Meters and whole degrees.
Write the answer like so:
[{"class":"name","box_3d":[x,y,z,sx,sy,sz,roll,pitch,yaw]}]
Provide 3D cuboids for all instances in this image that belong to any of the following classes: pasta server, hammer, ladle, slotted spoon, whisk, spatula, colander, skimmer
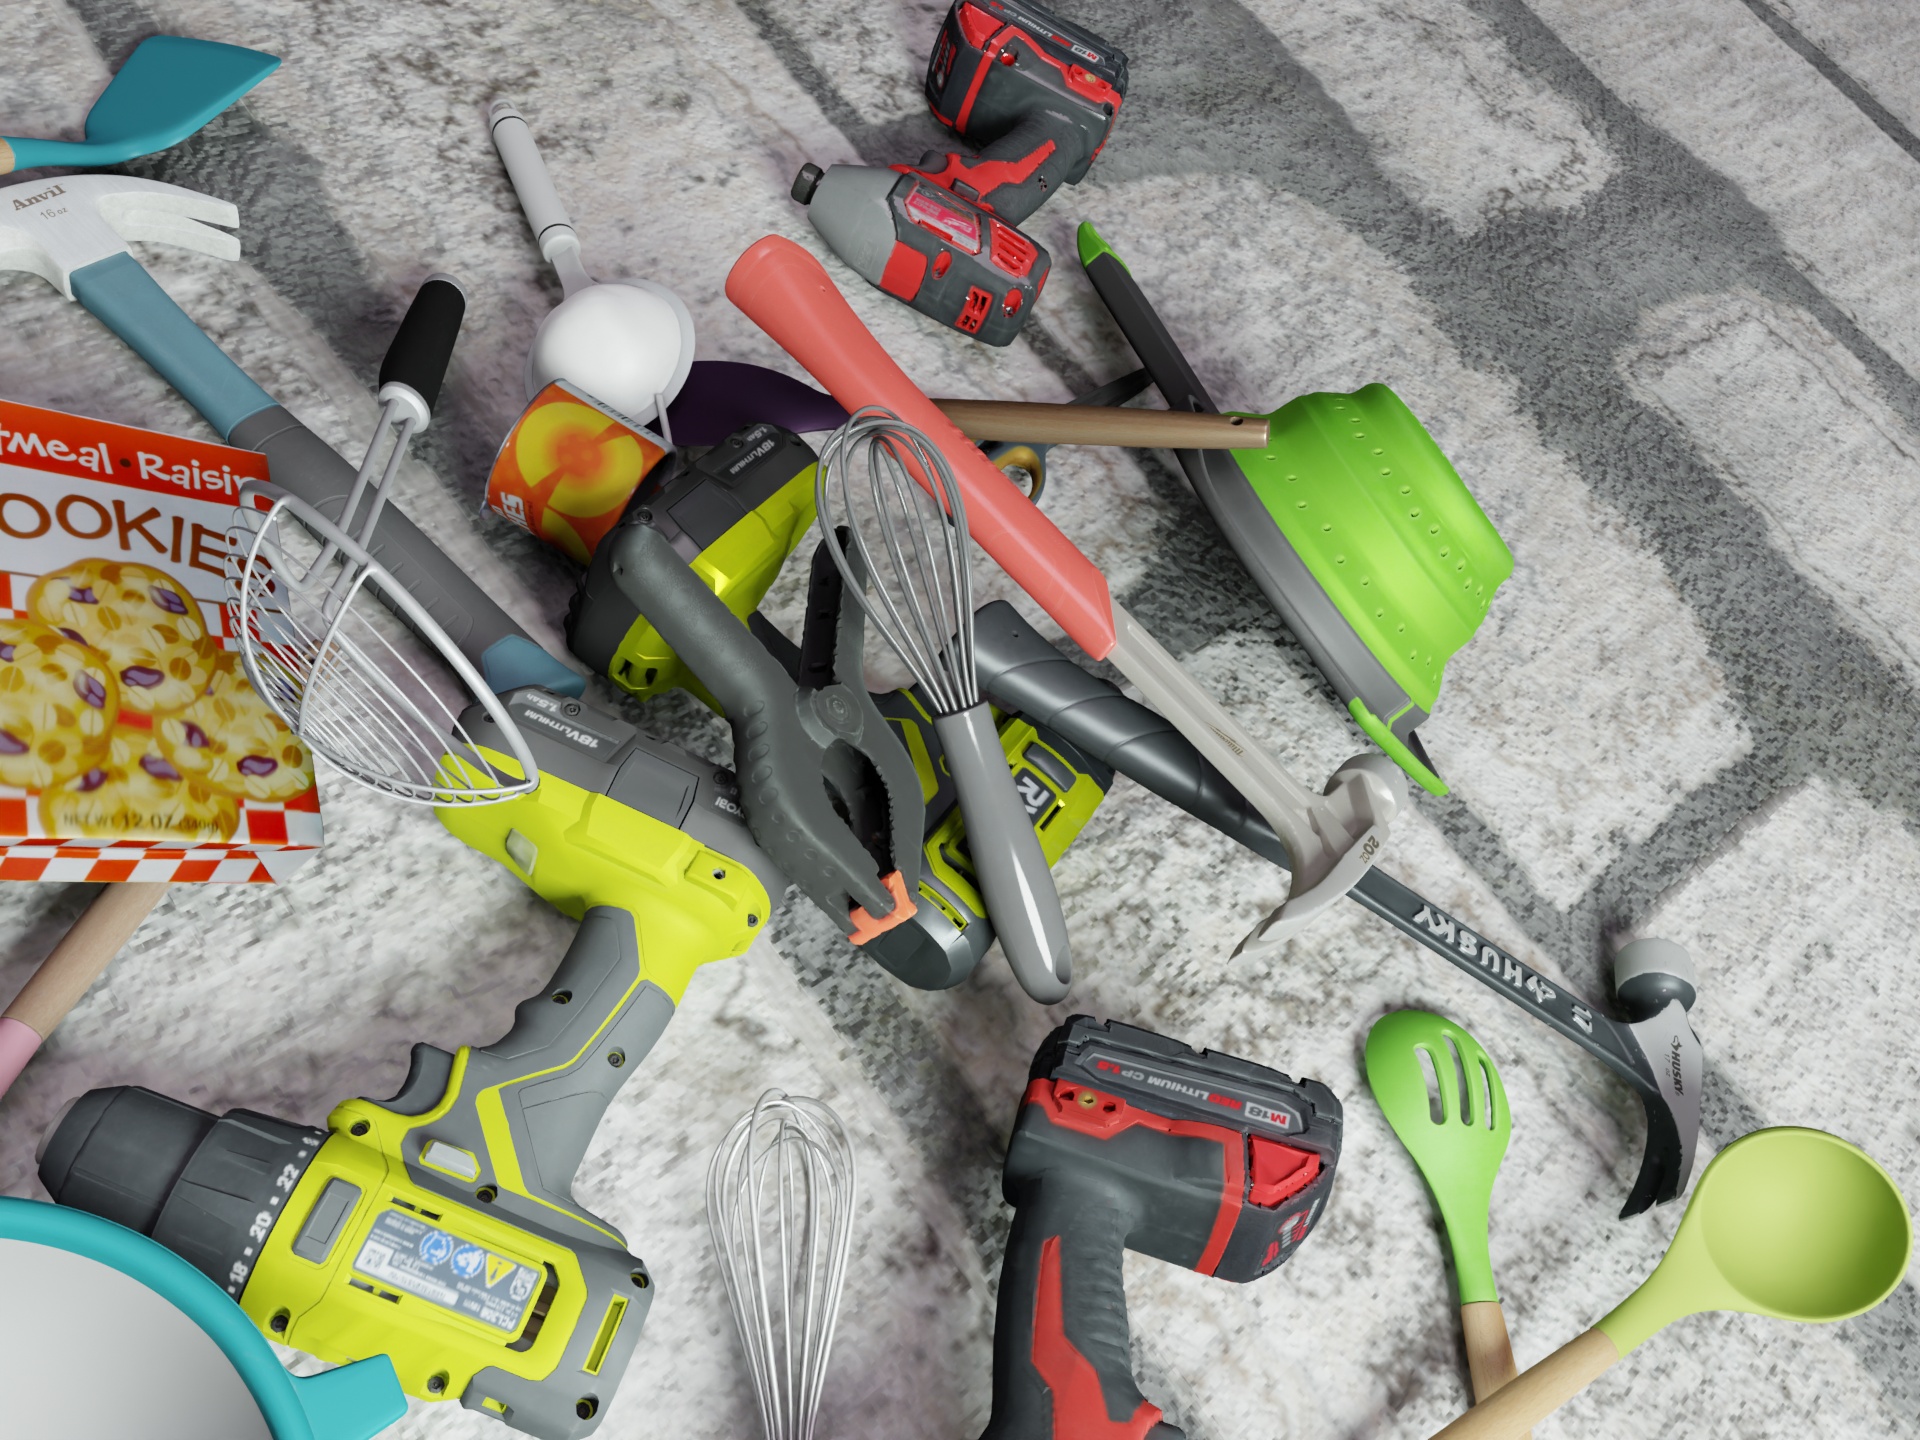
[{"class":"pasta server","box_3d":[-0.300,0.086,0.540,0.060,0.040,0.316,26,49,-5]},{"class":"hammer","box_3d":[0.027,-0.064,0.643,0.359,0.036,0.149,46,37,10]},{"class":"ladle","box_3d":[0.232,0.251,0.602,0.320,0.062,0.078,-24,79,-20]},{"class":"slotted spoon","box_3d":[0.216,0.262,0.639,0.070,0.031,0.314,9,57,-18]},{"class":"whisk","box_3d":[-0.057,0.244,0.528,0.058,0.059,0.247,-12,62,13]},{"class":"spatula","box_3d":[-0.020,-0.139,0.719,0.316,0.018,0.060,6,54,15]},{"class":"spatula","box_3d":[-0.419,-0.240,0.651,0.082,0.044,0.317,17,32,16]},{"class":"colander","box_3d":[0.165,-0.151,0.795,0.204,0.094,0.398,32,27,-49]},{"class":"whisk","box_3d":[-0.001,-0.002,0.599,0.055,0.055,0.239,-24,100,-33]},{"class":"skimmer","box_3d":[-0.196,-0.101,0.603,0.090,0.127,0.364,-22,37,9]},{"class":"hammer","box_3d":[0.165,0.070,0.687,0.408,0.036,0.149,32,44,-12]},{"class":"hammer","box_3d":[-0.287,-0.114,0.668,0.331,0.033,0.128,43,54,8]}]

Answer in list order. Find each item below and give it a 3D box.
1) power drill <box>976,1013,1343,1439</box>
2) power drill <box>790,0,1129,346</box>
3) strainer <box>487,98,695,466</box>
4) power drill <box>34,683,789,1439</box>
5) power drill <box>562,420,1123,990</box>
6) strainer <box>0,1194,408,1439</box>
[{"class":"power drill","box_3d":[0.075,0.225,0.527,0.188,0.080,0.227,15,44,9]},{"class":"power drill","box_3d":[0.003,-0.316,0.895,0.143,0.078,0.220,27,55,-4]},{"class":"strainer","box_3d":[-0.193,-0.225,0.767,0.087,0.050,0.259,-29,60,3]},{"class":"power drill","box_3d":[-0.171,0.105,0.549,0.190,0.080,0.229,26,56,-7]},{"class":"power drill","box_3d":[-0.041,-0.016,0.683,0.223,0.080,0.171,41,54,2]},{"class":"strainer","box_3d":[-0.288,0.289,0.371,0.211,0.095,0.341,22,57,-9]}]
